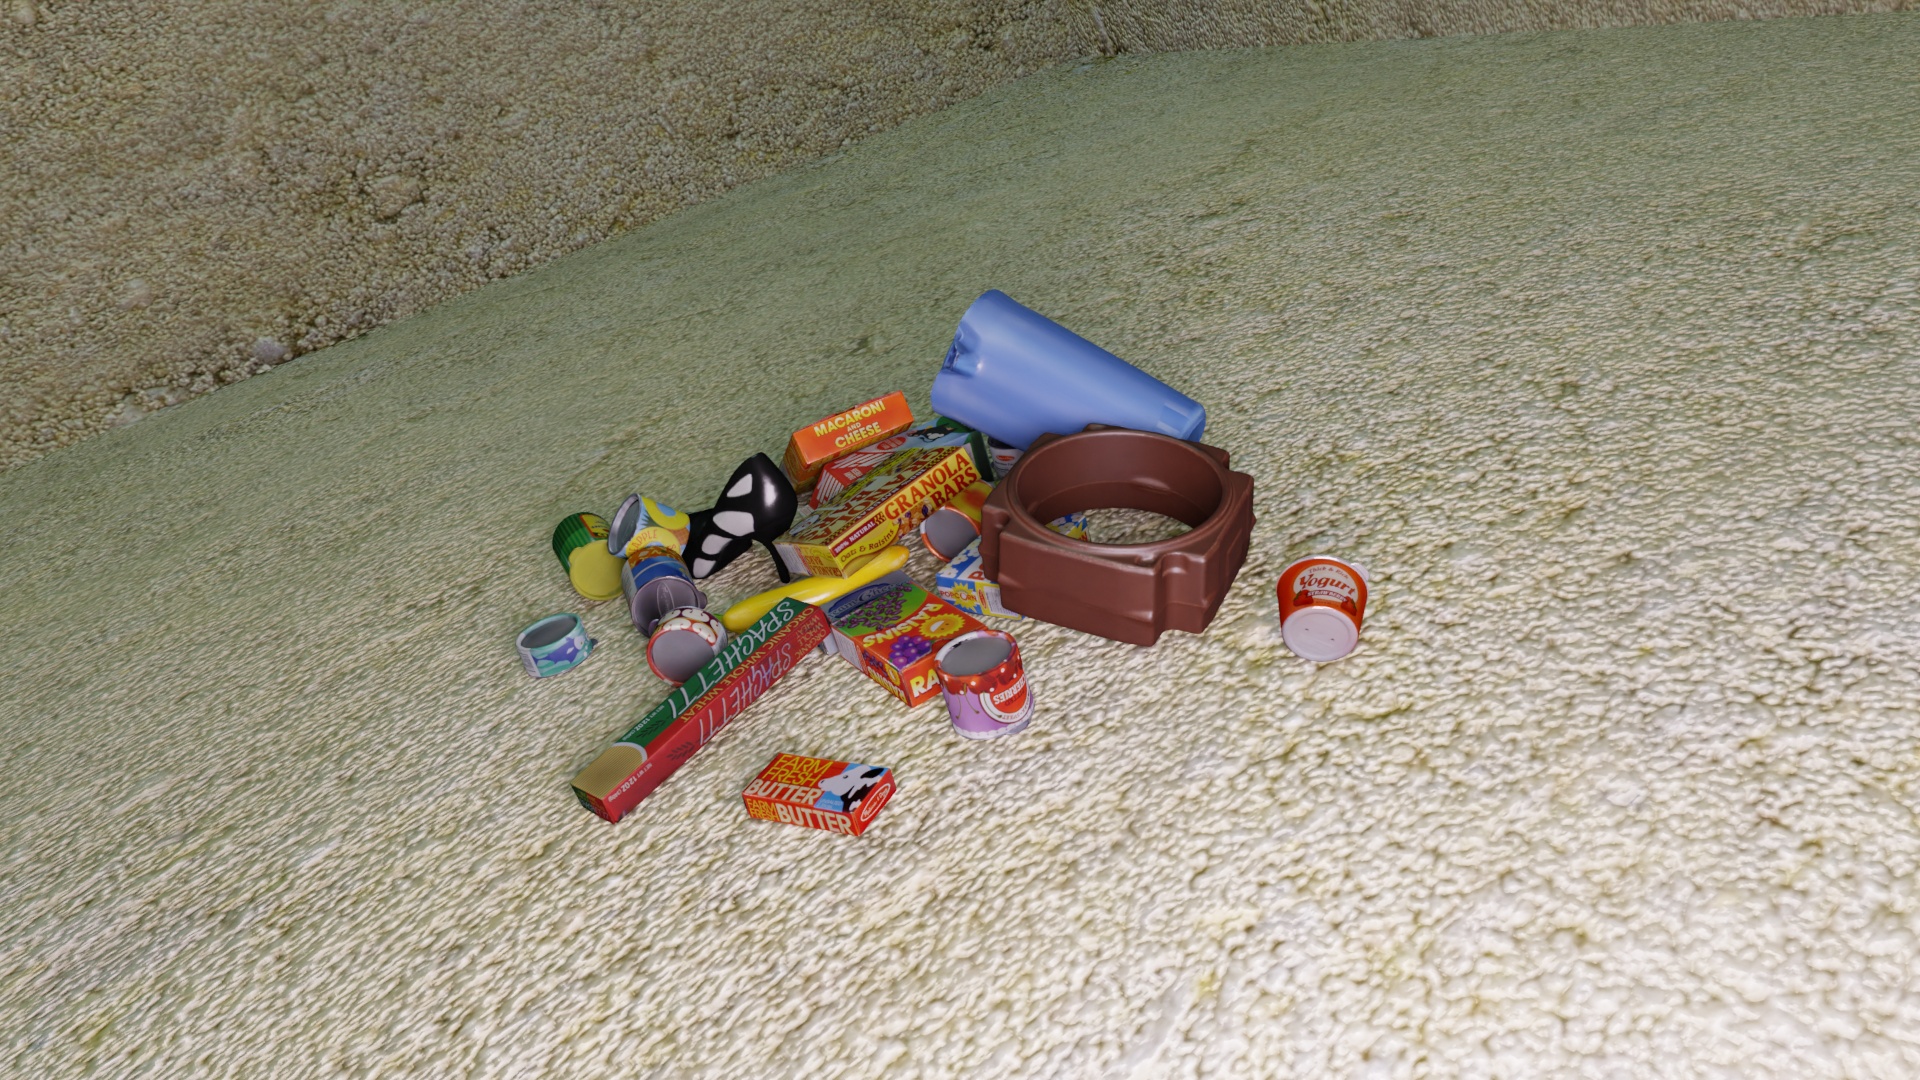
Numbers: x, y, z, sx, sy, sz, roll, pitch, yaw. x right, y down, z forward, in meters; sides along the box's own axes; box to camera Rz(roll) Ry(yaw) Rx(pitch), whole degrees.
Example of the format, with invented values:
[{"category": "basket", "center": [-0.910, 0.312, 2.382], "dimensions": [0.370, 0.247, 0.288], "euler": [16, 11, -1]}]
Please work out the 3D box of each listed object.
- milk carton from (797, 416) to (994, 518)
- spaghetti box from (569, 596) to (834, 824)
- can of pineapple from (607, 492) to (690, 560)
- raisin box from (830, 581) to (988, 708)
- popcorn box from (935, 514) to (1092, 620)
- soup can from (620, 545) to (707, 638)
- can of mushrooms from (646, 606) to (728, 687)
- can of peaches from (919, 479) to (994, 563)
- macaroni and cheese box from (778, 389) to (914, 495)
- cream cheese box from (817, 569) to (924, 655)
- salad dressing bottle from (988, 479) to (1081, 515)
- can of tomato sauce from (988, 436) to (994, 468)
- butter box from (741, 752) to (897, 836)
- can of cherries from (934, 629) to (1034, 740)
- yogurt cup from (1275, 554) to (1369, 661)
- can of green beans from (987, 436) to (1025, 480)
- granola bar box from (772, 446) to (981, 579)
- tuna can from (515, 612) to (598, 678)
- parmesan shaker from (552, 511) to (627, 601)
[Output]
[{"category": "milk carton", "center": [-0.069, -0.057, 1.412], "dimensions": [0.191, 0.073, 0.072], "euler": [-24, 27, -17]}, {"category": "spaghetti box", "center": [-0.206, 0.132, 1.136], "dimensions": [0.050, 0.028, 0.251], "euler": [12, 44, 42]}, {"category": "can of pineapple", "center": [-0.311, -0.006, 1.387], "dimensions": [0.070, 0.058, 0.071], "euler": [-33, 45, 41]}, {"category": "raisin box", "center": [-0.041, 0.084, 1.158], "dimensions": [0.086, 0.040, 0.123], "euler": [-27, 29, -24]}, {"category": "popcorn box", "center": [0.049, 0.019, 1.237], "dimensions": [0.085, 0.038, 0.127], "euler": [6, 33, 37]}, {"category": "soup can", "center": [-0.284, 0.049, 1.330], "dimensions": [0.071, 0.071, 0.084], "euler": [-21, 26, -12]}, {"category": "can of mushrooms", "center": [-0.241, 0.094, 1.214], "dimensions": [0.071, 0.070, 0.033], "euler": [-11, 28, 9]}, {"category": "can of peaches", "center": [0.005, -0.016, 1.304], "dimensions": [0.071, 0.071, 0.058], "euler": [0, 30, 29]}, {"category": "macaroni and cheese box", "center": [-0.125, -0.101, 1.479], "dimensions": [0.124, 0.040, 0.166], "euler": [-24, -5, -16]}, {"category": "cream cheese box", "center": [-0.086, 0.063, 1.240], "dimensions": [0.104, 0.024, 0.053], "euler": [-25, 27, -19]}, {"category": "salad dressing bottle", "center": [0.044, -0.039, 1.349], "dimensions": [0.147, 0.043, 0.064], "euler": [0, 27, 29]}, {"category": "can of tomato sauce", "center": [0.058, -0.124, 1.464], "dimensions": [0.071, 0.082, 0.071], "euler": [-12, 26, 6]}, {"category": "butter box", "center": [-0.103, 0.184, 1.012], "dimensions": [0.103, 0.024, 0.053], "euler": [2, 30, 31]}, {"category": "can of cherries", "center": [0.020, 0.109, 1.053], "dimensions": [0.071, 0.058, 0.072], "euler": [-13, 26, 6]}, {"category": "yogurt cup", "center": [0.267, 0.053, 1.028], "dimensions": [0.072, 0.072, 0.054], "euler": [-5, 36, 20]}, {"category": "can of green beans", "center": [0.066, -0.082, 1.407], "dimensions": [0.071, 0.057, 0.071], "euler": [-12, 26, 6]}, {"category": "granola bar box", "center": [-0.079, -0.029, 1.283], "dimensions": [0.166, 0.039, 0.124], "euler": [-38, 20, -25]}, {"category": "tuna can", "center": [-0.385, 0.098, 1.323], "dimensions": [0.071, 0.032, 0.071], "euler": [-13, 26, 6]}, {"category": "parmesan shaker", "center": [-0.385, 0.013, 1.447], "dimensions": [0.071, 0.071, 0.103], "euler": [-24, 27, -18]}]
